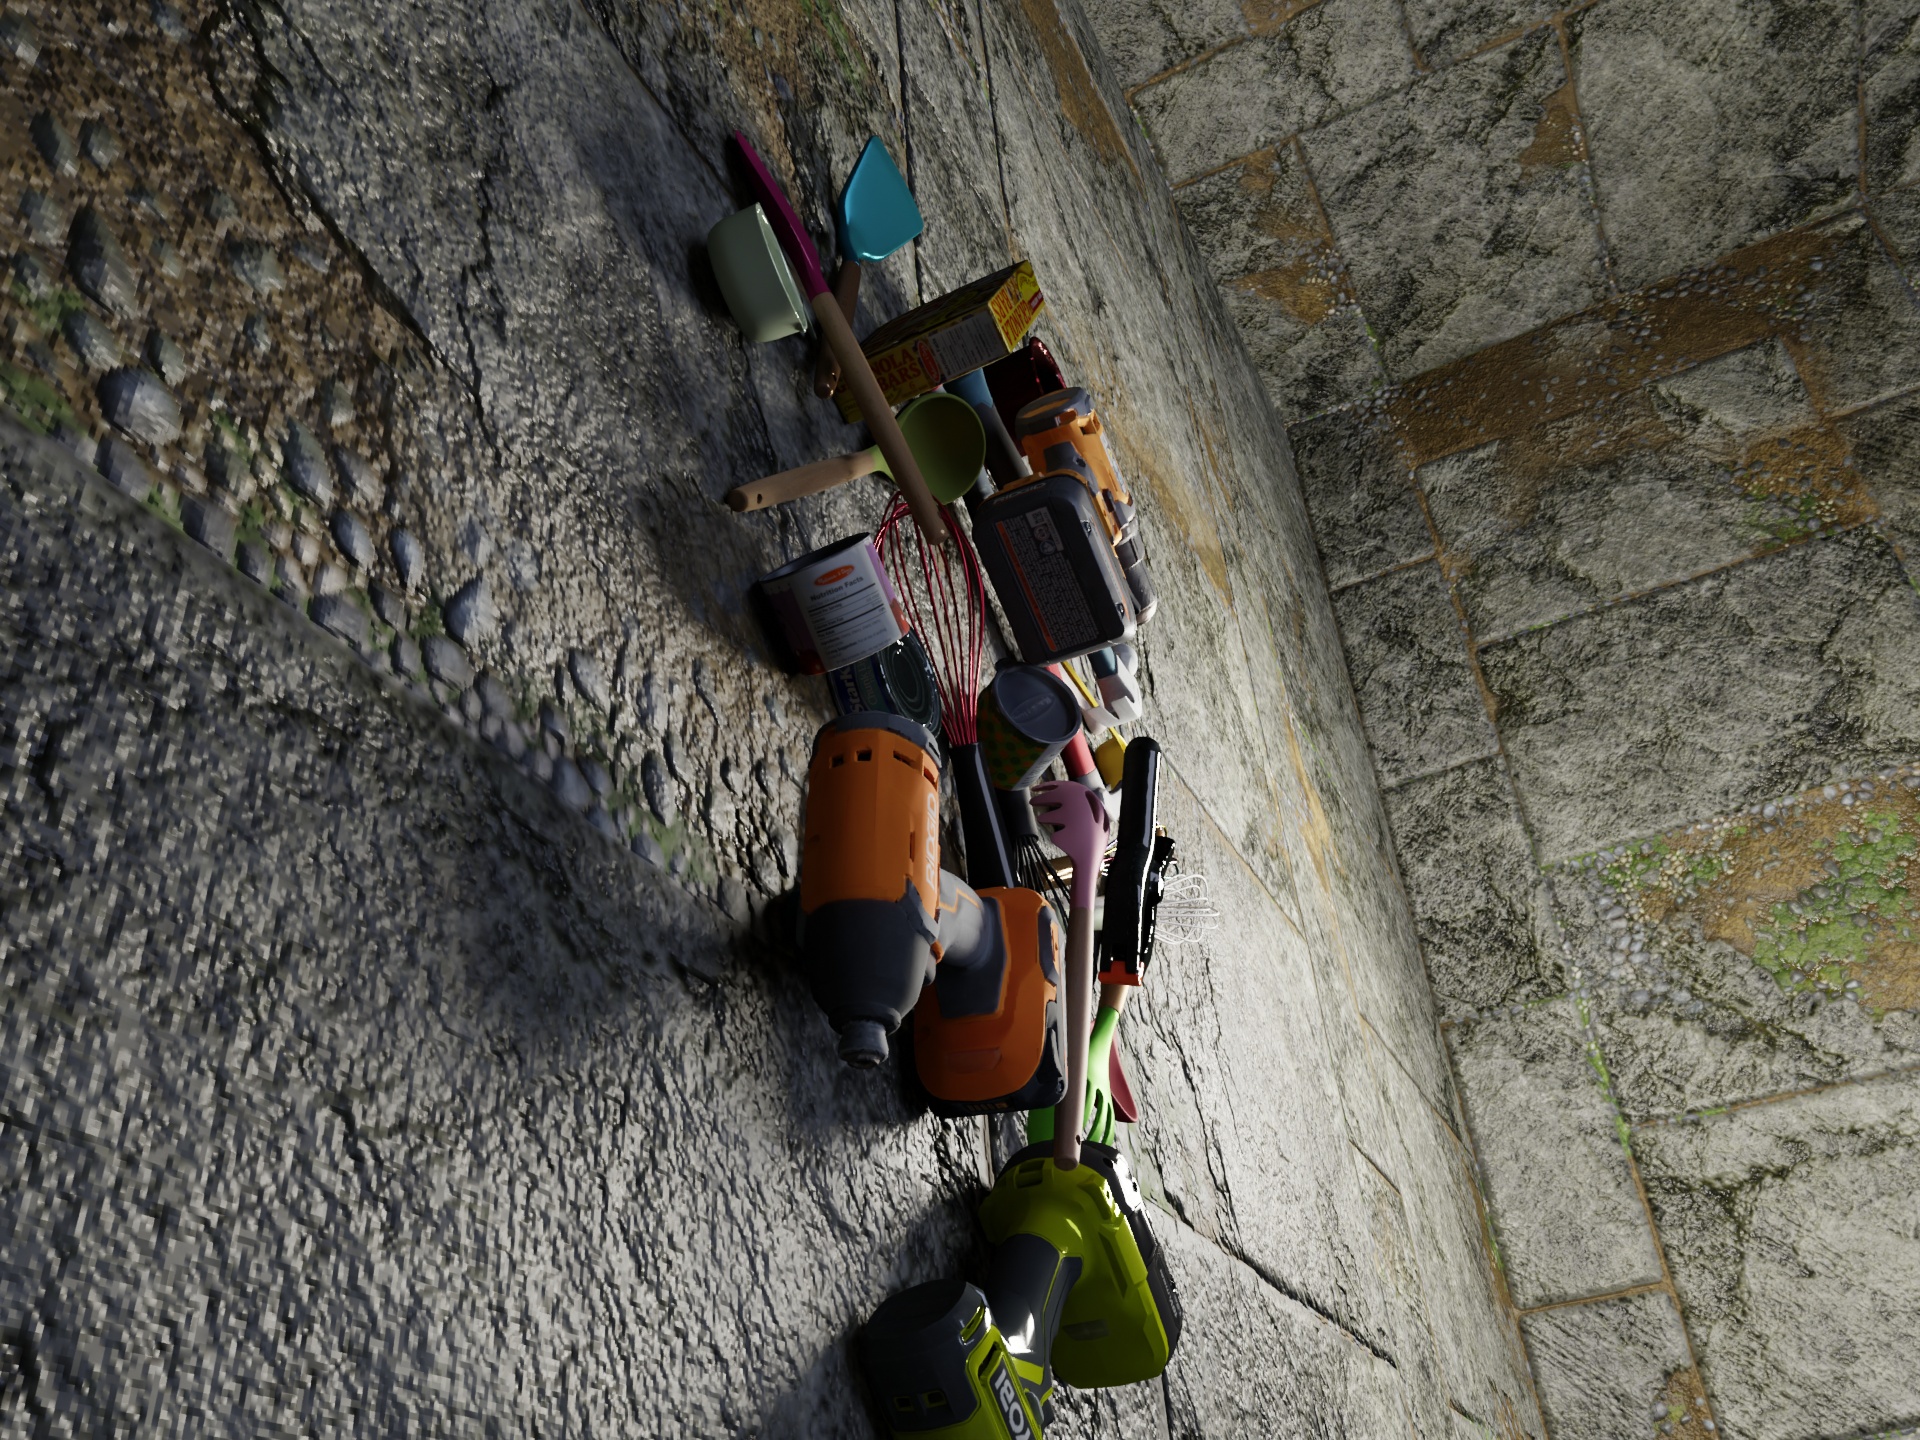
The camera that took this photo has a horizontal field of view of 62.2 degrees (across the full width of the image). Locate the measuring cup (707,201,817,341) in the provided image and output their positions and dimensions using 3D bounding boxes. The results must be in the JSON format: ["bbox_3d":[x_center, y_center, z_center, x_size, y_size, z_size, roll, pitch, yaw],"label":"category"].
[{"bbox_3d":[-0.118,-0.257,0.978,0.167,0.038,0.083,37,33,-85],"label":"measuring cup"}]

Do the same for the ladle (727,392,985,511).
[{"bbox_3d":[-0.059,-0.158,1.000,0.320,0.062,0.078,-39,133,-66],"label":"ladle"}]

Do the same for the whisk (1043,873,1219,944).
[{"bbox_3d":[0.123,0.141,1.174,0.246,0.058,0.059,8,100,-54],"label":"whisk"}]

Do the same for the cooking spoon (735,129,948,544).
[{"bbox_3d":[-0.078,-0.246,1.004,0.319,0.017,0.068,64,11,17],"label":"cooking spoon"}]

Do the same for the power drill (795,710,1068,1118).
[{"bbox_3d":[-0.014,0.120,0.784,0.226,0.084,0.164,57,28,-51],"label":"power drill"}]

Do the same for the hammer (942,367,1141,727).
[{"bbox_3d":[0.069,-0.129,1.229,0.128,0.033,0.330,-86,152,-54],"label":"hammer"}]

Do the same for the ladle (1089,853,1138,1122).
[{"bbox_3d":[0.113,0.185,1.179,0.069,0.031,0.316,56,22,-20],"label":"ladle"}]

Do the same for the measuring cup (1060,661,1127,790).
[{"bbox_3d":[0.110,0.005,1.337,0.156,0.029,0.062,55,13,-21],"label":"measuring cup"}]

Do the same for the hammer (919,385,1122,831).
[{"bbox_3d":[0.046,-0.101,1.248,0.386,0.038,0.143,69,19,-4],"label":"hammer"}]

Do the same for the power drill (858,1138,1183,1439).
[{"bbox_3d":[0.039,0.323,0.791,0.171,0.080,0.223,68,24,-5],"label":"power drill"}]

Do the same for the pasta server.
[{"bbox_3d":[0.065,0.139,0.951,0.060,0.040,0.316,47,29,-25],"label":"pasta server"}]

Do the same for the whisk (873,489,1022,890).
[{"bbox_3d":[-0.002,-0.003,1.004,0.073,0.073,0.296,-9,86,-70],"label":"whisk"}]

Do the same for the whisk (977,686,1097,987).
[{"bbox_3d":[0.045,0.079,1.068,0.055,0.055,0.239,40,32,-55],"label":"whisk"}]

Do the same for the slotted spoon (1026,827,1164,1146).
[{"bbox_3d":[0.103,0.177,1.069,0.070,0.031,0.314,48,37,-19],"label":"slotted spoon"}]

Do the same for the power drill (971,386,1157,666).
[{"bbox_3d":[0.085,-0.117,1.108,0.226,0.084,0.185,-70,139,-61],"label":"power drill"}]

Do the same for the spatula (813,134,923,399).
[{"bbox_3d":[-0.071,-0.310,1.113,0.082,0.044,0.318,57,22,-34],"label":"spatula"}]

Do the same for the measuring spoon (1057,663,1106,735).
[{"bbox_3d":[0.098,-0.031,1.349,0.124,0.018,0.034,51,28,-42],"label":"measuring spoon"}]

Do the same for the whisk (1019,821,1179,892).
[{"bbox_3d":[0.107,0.110,1.190,0.051,0.047,0.245,57,25,16],"label":"whisk"}]

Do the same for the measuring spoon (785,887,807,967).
[{"bbox_3d":[-0.065,0.071,0.816,0.042,0.021,0.129,55,27,-38],"label":"measuring spoon"}]
